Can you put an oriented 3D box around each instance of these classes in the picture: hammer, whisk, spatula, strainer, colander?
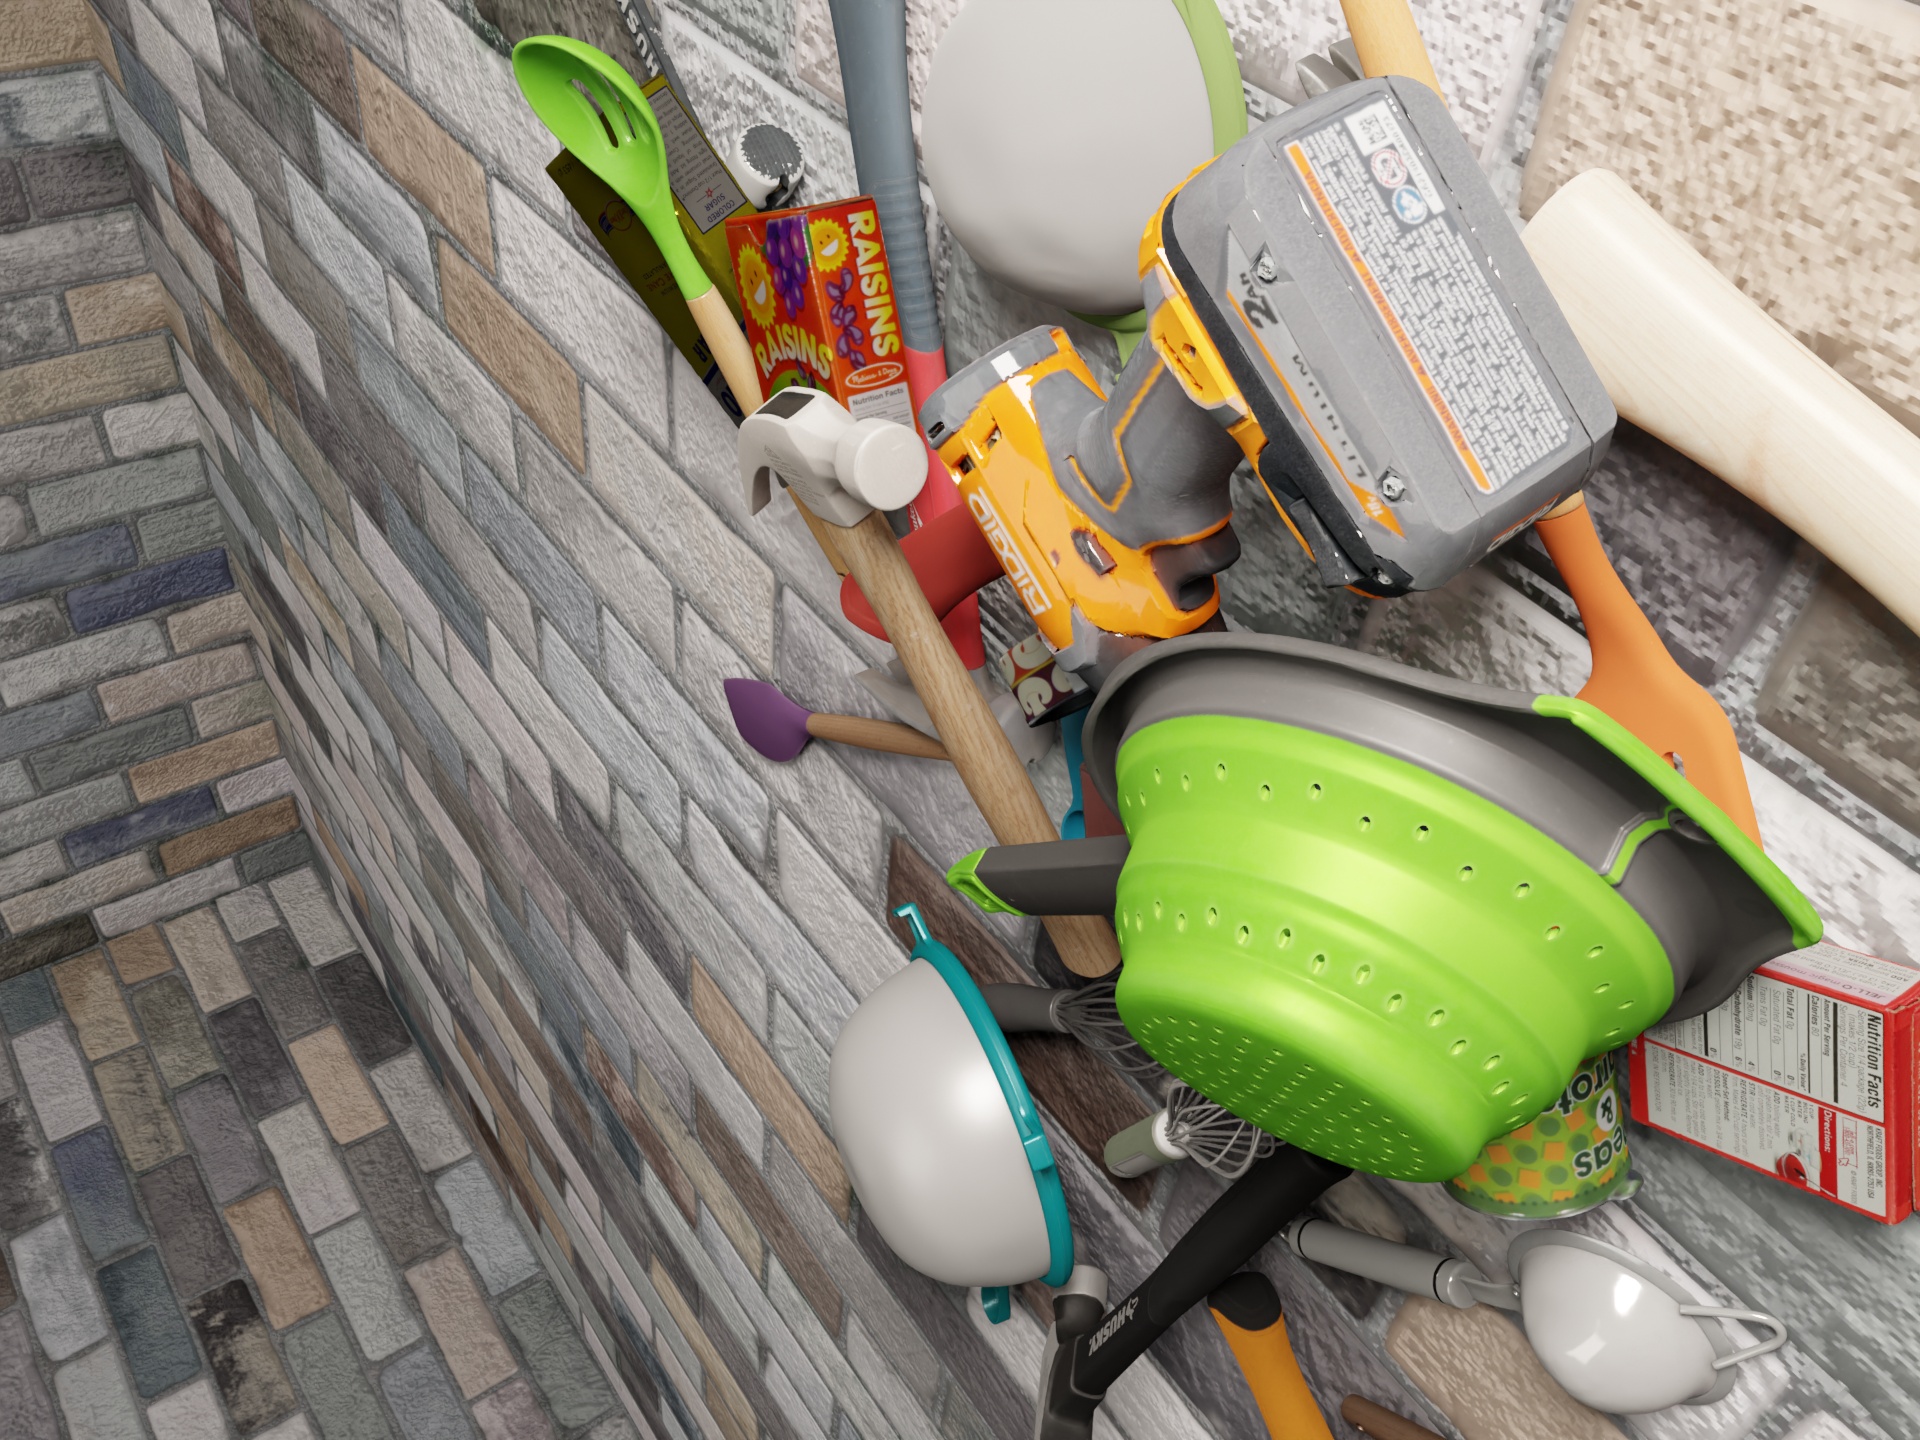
[{"bbox_3d":[0.283,0.006,0.363,0.411,0.038,0.146,54,147,22],"label":"hammer"},{"bbox_3d":[0.058,0.155,0.834,0.239,0.055,0.055,-18,95,65],"label":"whisk"},{"bbox_3d":[-0.001,-0.002,0.691,0.130,0.031,0.331,29,154,50],"label":"hammer"},{"bbox_3d":[-0.030,-0.169,0.752,0.143,0.038,0.386,27,132,51],"label":"hammer"},{"bbox_3d":[0.206,0.434,0.782,0.337,0.034,0.127,65,163,9],"label":"hammer"},{"bbox_3d":[0.107,0.288,0.796,0.035,0.146,0.334,19,136,-6],"label":"hammer"},{"bbox_3d":[0.105,0.194,0.749,0.246,0.058,0.059,111,171,-67],"label":"whisk"},{"bbox_3d":[-0.076,0.007,0.971,0.316,0.018,0.059,7,117,59],"label":"spatula"},{"bbox_3d":[0.045,-0.239,0.546,0.152,0.069,0.256,56,151,18],"label":"strainer"},{"bbox_3d":[0.077,0.081,0.546,0.204,0.094,0.397,38,158,-17],"label":"colander"},{"bbox_3d":[0.050,-0.101,0.611,0.359,0.037,0.149,-19,103,54],"label":"hammer"},{"bbox_3d":[0.208,0.233,0.647,0.087,0.050,0.258,56,156,-10],"label":"strainer"},{"bbox_3d":[0.156,-0.077,0.448,0.081,0.041,0.322,-1,119,57],"label":"spatula"},{"bbox_3d":[-0.199,-0.430,0.850,0.409,0.036,0.149,66,152,3],"label":"hammer"},{"bbox_3d":[-0.017,0.287,0.961,0.211,0.095,0.340,-124,22,-44],"label":"strainer"}]

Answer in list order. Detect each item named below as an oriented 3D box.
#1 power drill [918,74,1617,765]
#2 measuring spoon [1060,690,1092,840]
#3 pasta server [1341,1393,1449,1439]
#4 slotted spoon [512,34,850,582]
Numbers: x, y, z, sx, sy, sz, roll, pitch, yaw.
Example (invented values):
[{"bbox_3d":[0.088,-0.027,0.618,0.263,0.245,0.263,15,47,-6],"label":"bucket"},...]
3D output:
[{"bbox_3d":[0.080,-0.068,0.482,0.164,0.084,0.226,59,157,-3],"label":"power drill"},{"bbox_3d":[0.064,0.017,0.752,0.042,0.021,0.128,16,118,51],"label":"measuring spoon"},{"bbox_3d":[0.264,0.341,0.630,0.316,0.040,0.060,4,126,59],"label":"pasta server"},{"bbox_3d":[-0.116,-0.186,0.772,0.070,0.031,0.313,9,139,41],"label":"slotted spoon"}]
